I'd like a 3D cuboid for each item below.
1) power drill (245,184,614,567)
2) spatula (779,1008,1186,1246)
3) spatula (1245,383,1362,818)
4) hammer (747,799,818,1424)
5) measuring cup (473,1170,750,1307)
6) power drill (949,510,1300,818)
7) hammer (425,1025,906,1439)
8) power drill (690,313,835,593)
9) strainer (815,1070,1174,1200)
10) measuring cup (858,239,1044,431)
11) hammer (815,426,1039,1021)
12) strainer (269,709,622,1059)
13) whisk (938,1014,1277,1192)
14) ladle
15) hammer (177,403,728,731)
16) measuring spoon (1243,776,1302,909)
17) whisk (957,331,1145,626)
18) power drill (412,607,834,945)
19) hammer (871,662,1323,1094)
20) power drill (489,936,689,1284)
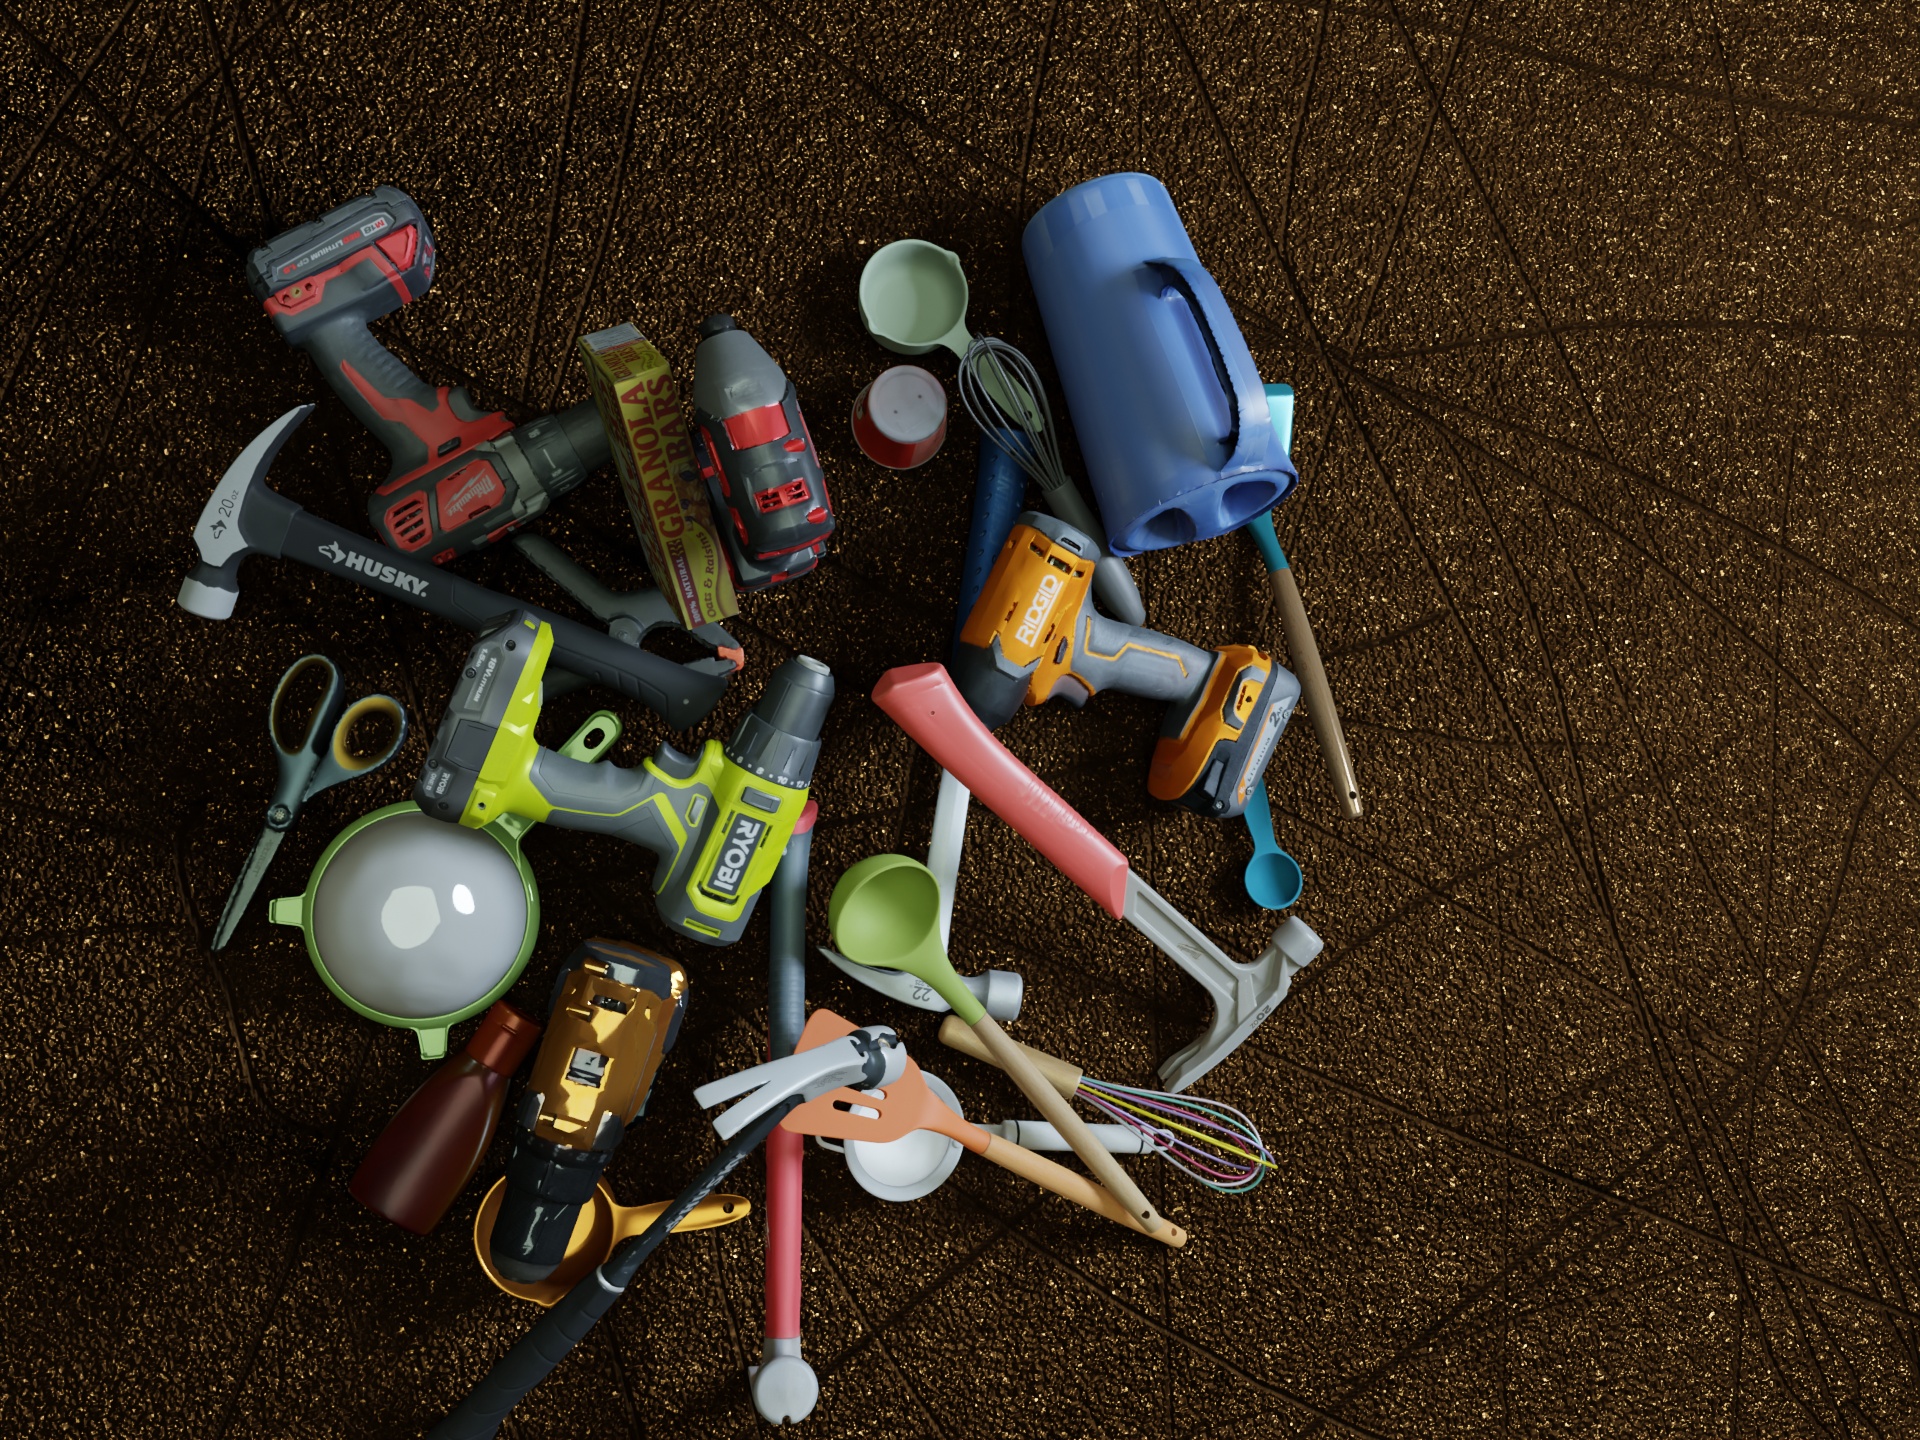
[{"bbox_3d":[-0.337,-0.231,1.050,0.188,0.080,0.226,-30,94,-9],"label":"power drill"},{"bbox_3d":[0.027,0.287,1.047,0.322,0.041,0.081,33,57,-26],"label":"spatula"},{"bbox_3d":[0.235,-0.085,1.125,0.082,0.044,0.318,-11,75,-13],"label":"spatula"},{"bbox_3d":[-0.116,0.244,1.048,0.038,0.143,0.386,2,74,-10],"label":"hammer"},{"bbox_3d":[-0.225,0.322,1.037,0.173,0.052,0.095,-4,86,-11],"label":"measuring cup"},{"bbox_3d":[0.101,-0.018,1.077,0.226,0.084,0.164,29,84,-18],"label":"power drill"},{"bbox_3d":[-0.201,0.324,0.946,0.409,0.149,0.036,-47,66,20],"label":"hammer"},{"bbox_3d":[-0.132,-0.161,1.001,0.078,0.219,0.143,-20,89,-10],"label":"power drill"},{"bbox_3d":[0.025,0.283,1.084,0.258,0.050,0.087,6,85,-14],"label":"strainer"},{"bbox_3d":[-0.003,-0.263,1.122,0.083,0.038,0.167,-45,94,-9],"label":"measuring cup"},{"bbox_3d":[-0.002,-0.004,1.103,0.144,0.035,0.405,10,84,-8],"label":"hammer"},{"bbox_3d":[-0.315,0.088,1.031,0.151,0.069,0.256,44,82,-3],"label":"strainer"},{"bbox_3d":[0.099,0.258,1.084,0.245,0.047,0.051,22,110,6],"label":"whisk"},{"bbox_3d":[0.030,0.218,1.043,0.078,0.062,0.320,-40,94,-6],"label":"ladle"},{"bbox_3d":[-0.308,-0.077,1.012,0.334,0.035,0.146,23,100,-12],"label":"hammer"},{"bbox_3d":[0.212,0.073,1.144,0.042,0.021,0.129,-10,78,-9],"label":"measuring spoon"},{"bbox_3d":[0.068,-0.161,1.094,0.055,0.055,0.238,-37,112,-10],"label":"whisk"},{"bbox_3d":[-0.203,0.019,0.996,0.228,0.080,0.190,22,98,-16],"label":"power drill"},{"bbox_3d":[0.074,0.095,1.048,0.358,0.037,0.149,42,97,-19],"label":"hammer"},{"bbox_3d":[-0.224,0.222,0.955,0.084,0.226,0.185,18,83,-7],"label":"power drill"}]
